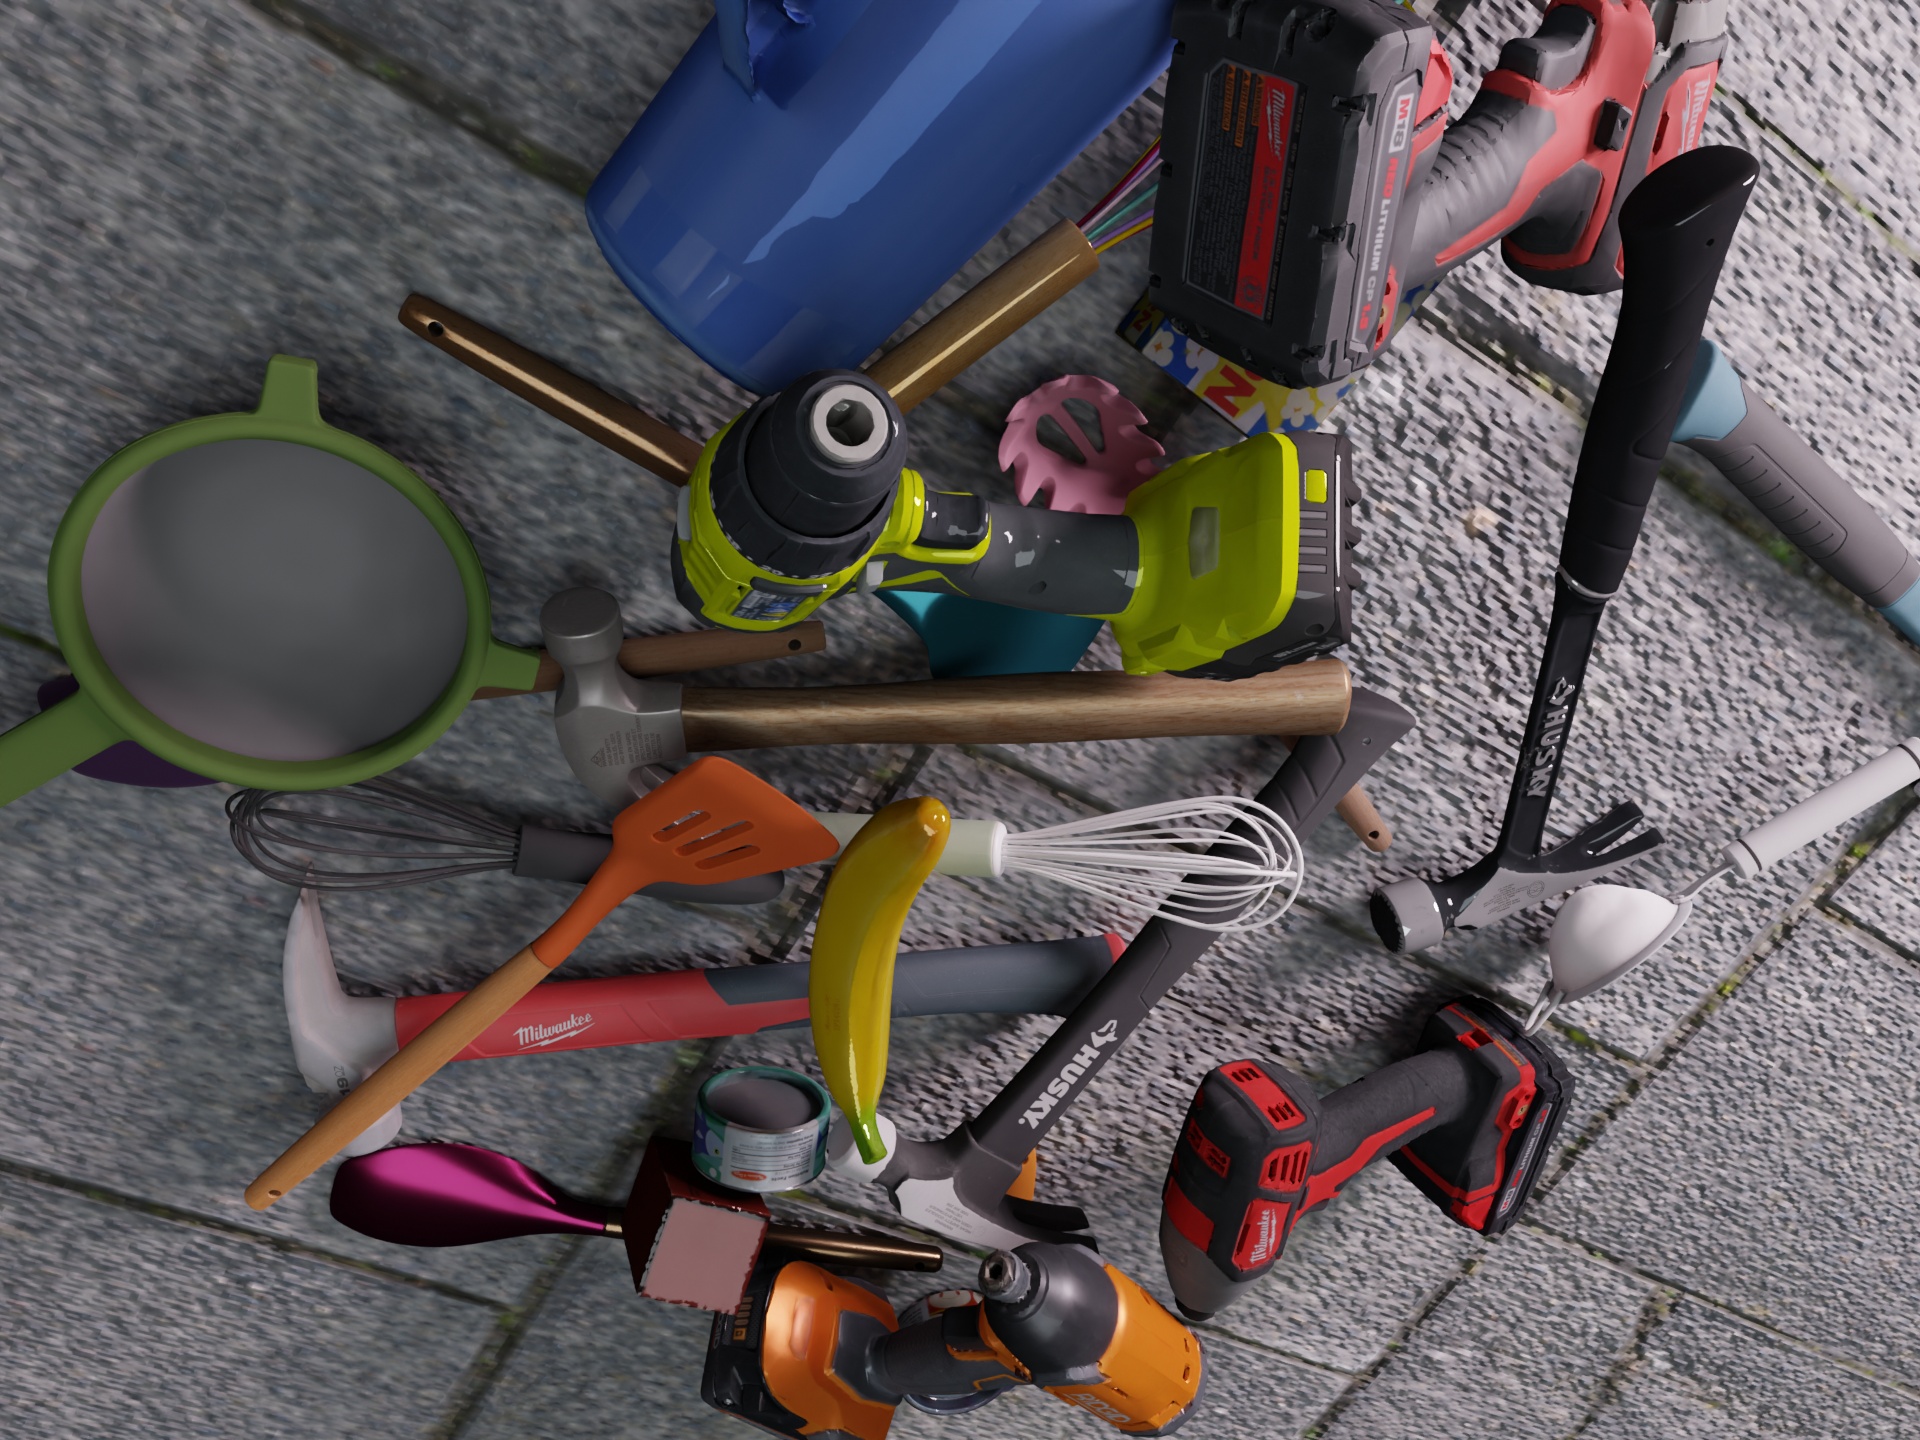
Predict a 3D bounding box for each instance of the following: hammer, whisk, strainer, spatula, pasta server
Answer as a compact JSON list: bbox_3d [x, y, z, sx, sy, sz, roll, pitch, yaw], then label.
[{"bbox_3d":[0.268,-0.046,0.677,0.149,0.036,0.408,-16,137,-9],"label":"hammer"},{"bbox_3d":[0.063,-0.180,0.562,0.245,0.051,0.047,-37,111,0],"label":"whisk"},{"bbox_3d":[0.385,0.072,0.802,0.258,0.087,0.050,-32,87,6],"label":"strainer"},{"bbox_3d":[-0.196,0.121,0.684,0.322,0.041,0.080,-40,130,11],"label":"spatula"},{"bbox_3d":[-0.190,0.057,0.690,0.238,0.055,0.055,9,116,-22],"label":"whisk"},{"bbox_3d":[0.093,0.119,0.749,0.146,0.035,0.334,34,102,-22],"label":"hammer"},{"bbox_3d":[0.025,0.058,0.698,0.246,0.058,0.059,2,97,13],"label":"whisk"},{"bbox_3d":[0.439,-0.071,0.762,0.330,0.033,0.128,31,109,-25],"label":"hammer"},{"bbox_3d":[-0.001,-0.002,0.672,0.331,0.031,0.130,-2,135,-4],"label":"hammer"},{"bbox_3d":[-0.213,-0.014,0.664,0.316,0.018,0.059,-8,122,-6],"label":"spatula"},{"bbox_3d":[0.118,-0.036,0.711,0.060,0.040,0.316,-33,121,16],"label":"pasta server"},{"bbox_3d":[-0.301,-0.027,0.609,0.256,0.069,0.151,-29,122,5],"label":"strainer"},{"bbox_3d":[-0.109,0.119,0.747,0.386,0.038,0.143,-4,117,-10],"label":"hammer"},{"bbox_3d":[-0.077,-0.087,0.652,0.317,0.044,0.082,29,110,-19],"label":"spatula"}]

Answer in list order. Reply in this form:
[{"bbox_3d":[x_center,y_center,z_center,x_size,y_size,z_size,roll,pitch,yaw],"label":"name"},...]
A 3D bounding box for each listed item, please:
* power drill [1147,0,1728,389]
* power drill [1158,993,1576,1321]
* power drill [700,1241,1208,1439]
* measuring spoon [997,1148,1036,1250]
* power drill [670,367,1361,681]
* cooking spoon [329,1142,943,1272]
[{"bbox_3d":[0.175,-0.217,0.521,0.226,0.080,0.187,-24,135,-29],"label":"power drill"},{"bbox_3d":[0.197,0.225,0.807,0.219,0.079,0.143,-7,121,-31],"label":"power drill"},{"bbox_3d":[-0.013,0.303,0.782,0.226,0.084,0.164,-15,138,27],"label":"power drill"},{"bbox_3d":[0.030,0.275,0.875,0.021,0.011,0.116,-2,118,-11],"label":"measuring spoon"},{"bbox_3d":[0.019,-0.067,0.555,0.228,0.190,0.080,4,82,-16],"label":"power drill"},{"bbox_3d":[-0.159,0.263,0.825,0.318,0.017,0.068,12,113,-18],"label":"cooking spoon"}]
